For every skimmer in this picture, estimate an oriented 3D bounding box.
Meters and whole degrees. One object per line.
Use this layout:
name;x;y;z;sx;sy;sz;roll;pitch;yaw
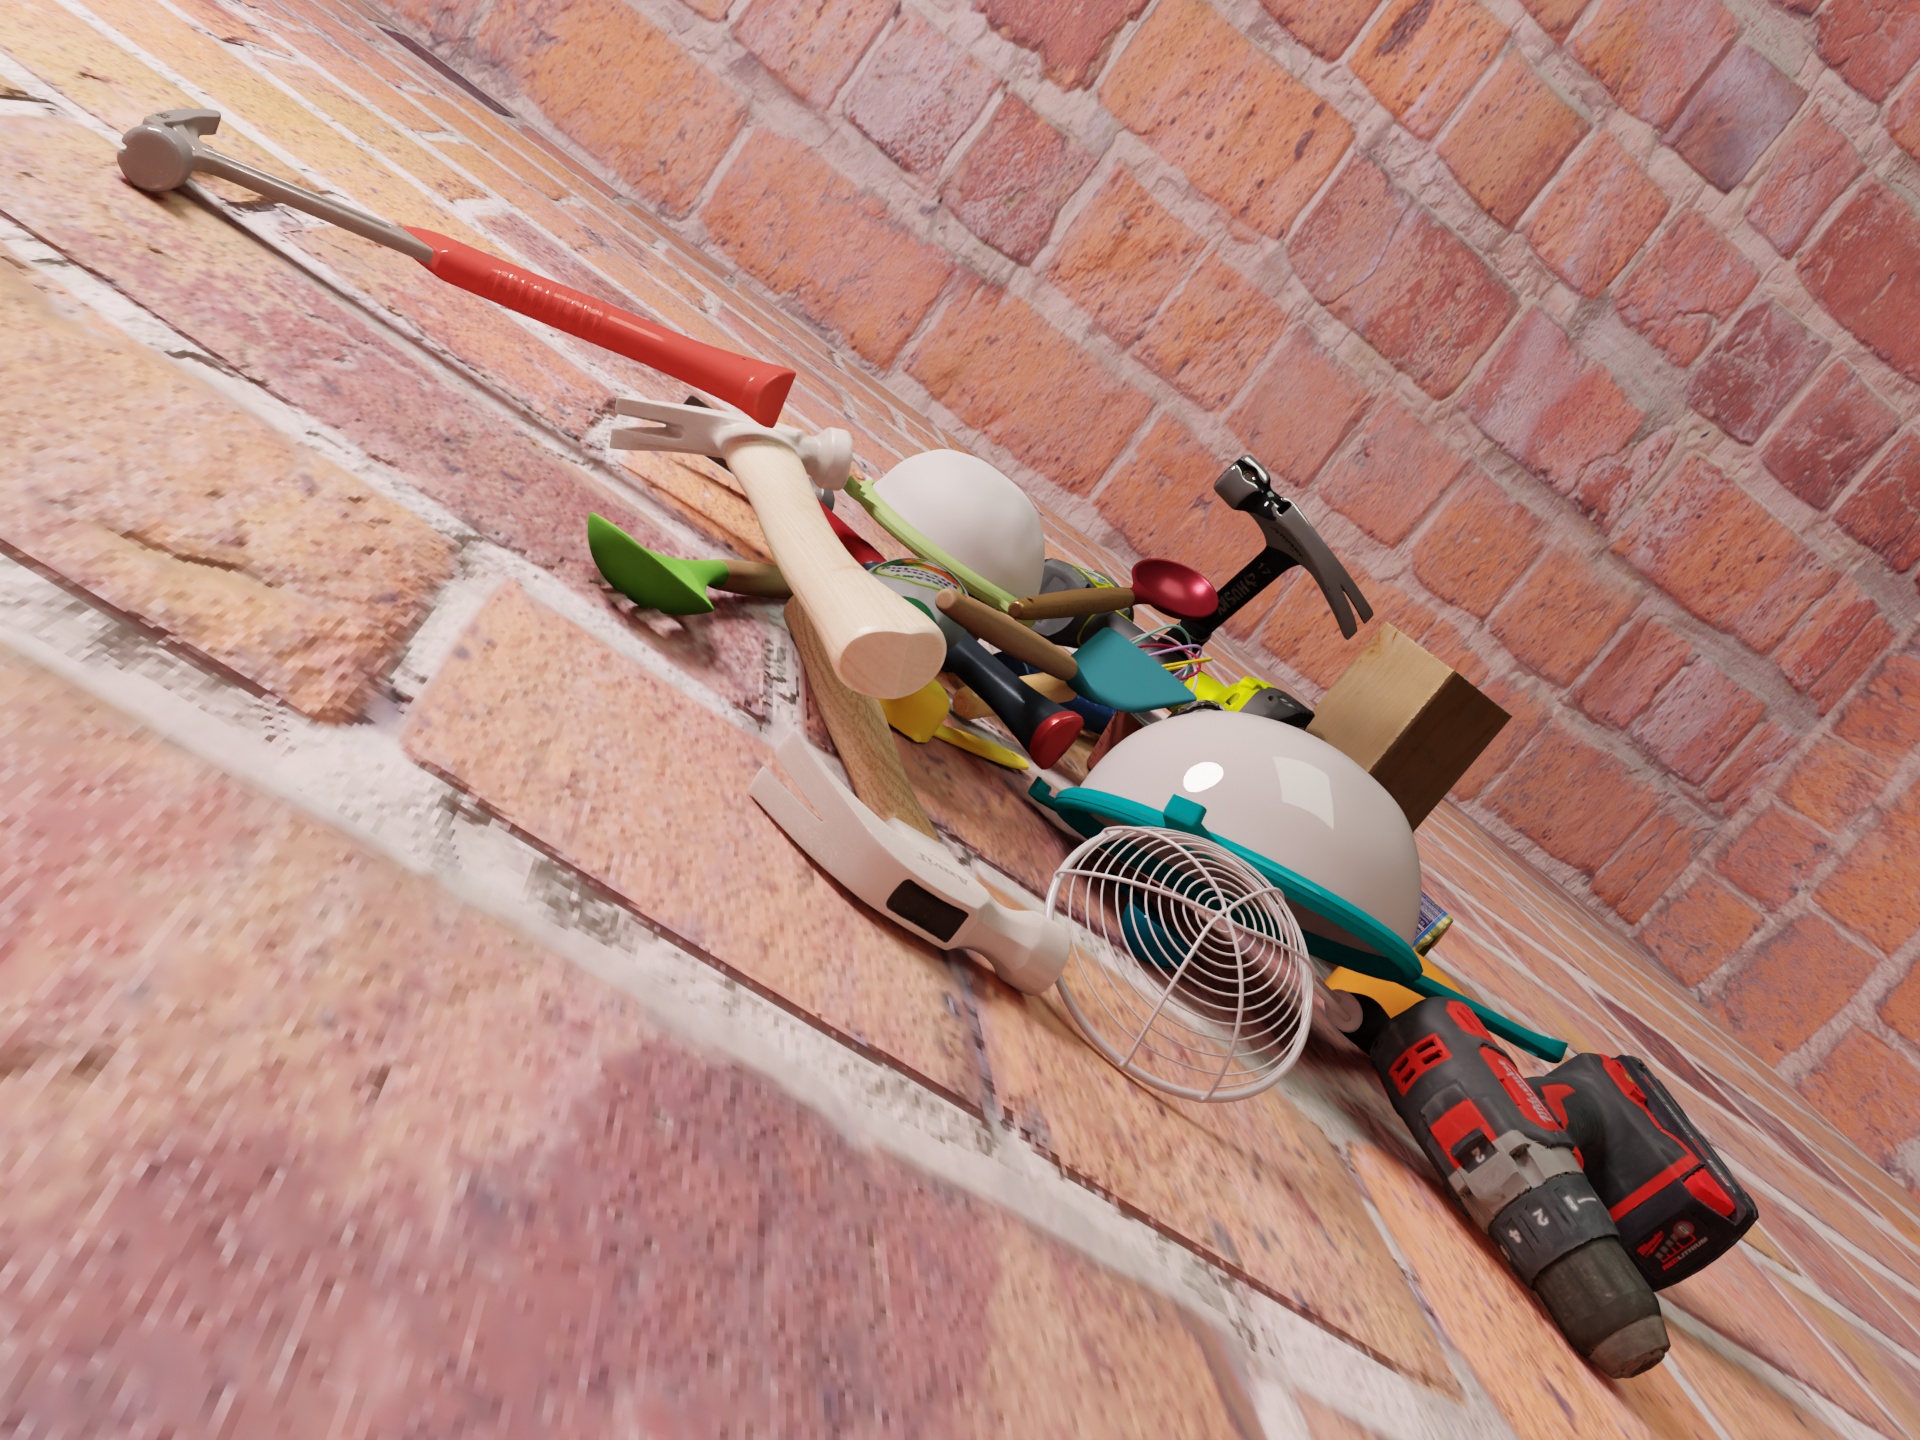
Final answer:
skimmer;0.149;0.142;0.781;0.363;0.090;0.127;39;28;-58

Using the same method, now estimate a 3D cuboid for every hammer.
hammer;0.140;0.011;1.262;0.144;0.035;0.405;46;15;35
hammer;0.205;-0.078;1.310;0.149;0.036;0.409;48;-19;3
hammer;-0.093;-0.101;0.810;0.146;0.038;0.411;7;20;-18
hammer;-0.055;-0.091;0.994;0.143;0.038;0.387;31;9;-46
hammer;-0.048;0.005;0.739;0.130;0.031;0.332;33;12;-24
hammer;-0.266;-0.251;0.894;0.359;0.036;0.149;20;18;-18

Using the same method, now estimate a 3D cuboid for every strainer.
strainer;0.017;-0.144;1.114;0.151;0.069;0.256;37;14;1
strainer;0.217;0.082;0.871;0.340;0.095;0.211;28;-8;-17

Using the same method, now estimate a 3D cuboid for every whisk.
whisk;0.087;-0.028;1.056;0.047;0.051;0.245;25;24;39

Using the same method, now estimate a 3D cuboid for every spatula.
spatula;0.058;-0.045;0.925;0.082;0.044;0.317;42;8;22

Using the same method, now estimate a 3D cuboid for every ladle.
ladle;0.105;-0.083;1.092;0.069;0.031;0.315;39;22;18

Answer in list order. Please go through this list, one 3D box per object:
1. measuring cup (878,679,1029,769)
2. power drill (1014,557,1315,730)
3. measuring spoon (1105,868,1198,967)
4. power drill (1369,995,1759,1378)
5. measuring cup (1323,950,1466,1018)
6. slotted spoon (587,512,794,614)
measuring cup;-0.001;-0.003;0.909;0.156;0.029;0.062;23;18;-48
power drill;0.159;-0.042;1.245;0.229;0.080;0.190;38;12;18
measuring spoon;0.089;0.102;0.825;0.042;0.021;0.129;36;3;-11
power drill;0.317;0.238;0.803;0.226;0.080;0.188;22;29;-43
measuring cup;0.307;0.189;1.023;0.173;0.052;0.095;25;17;-39
slotted spoon;-0.120;-0.076;0.851;0.070;0.031;0.313;37;10;8
